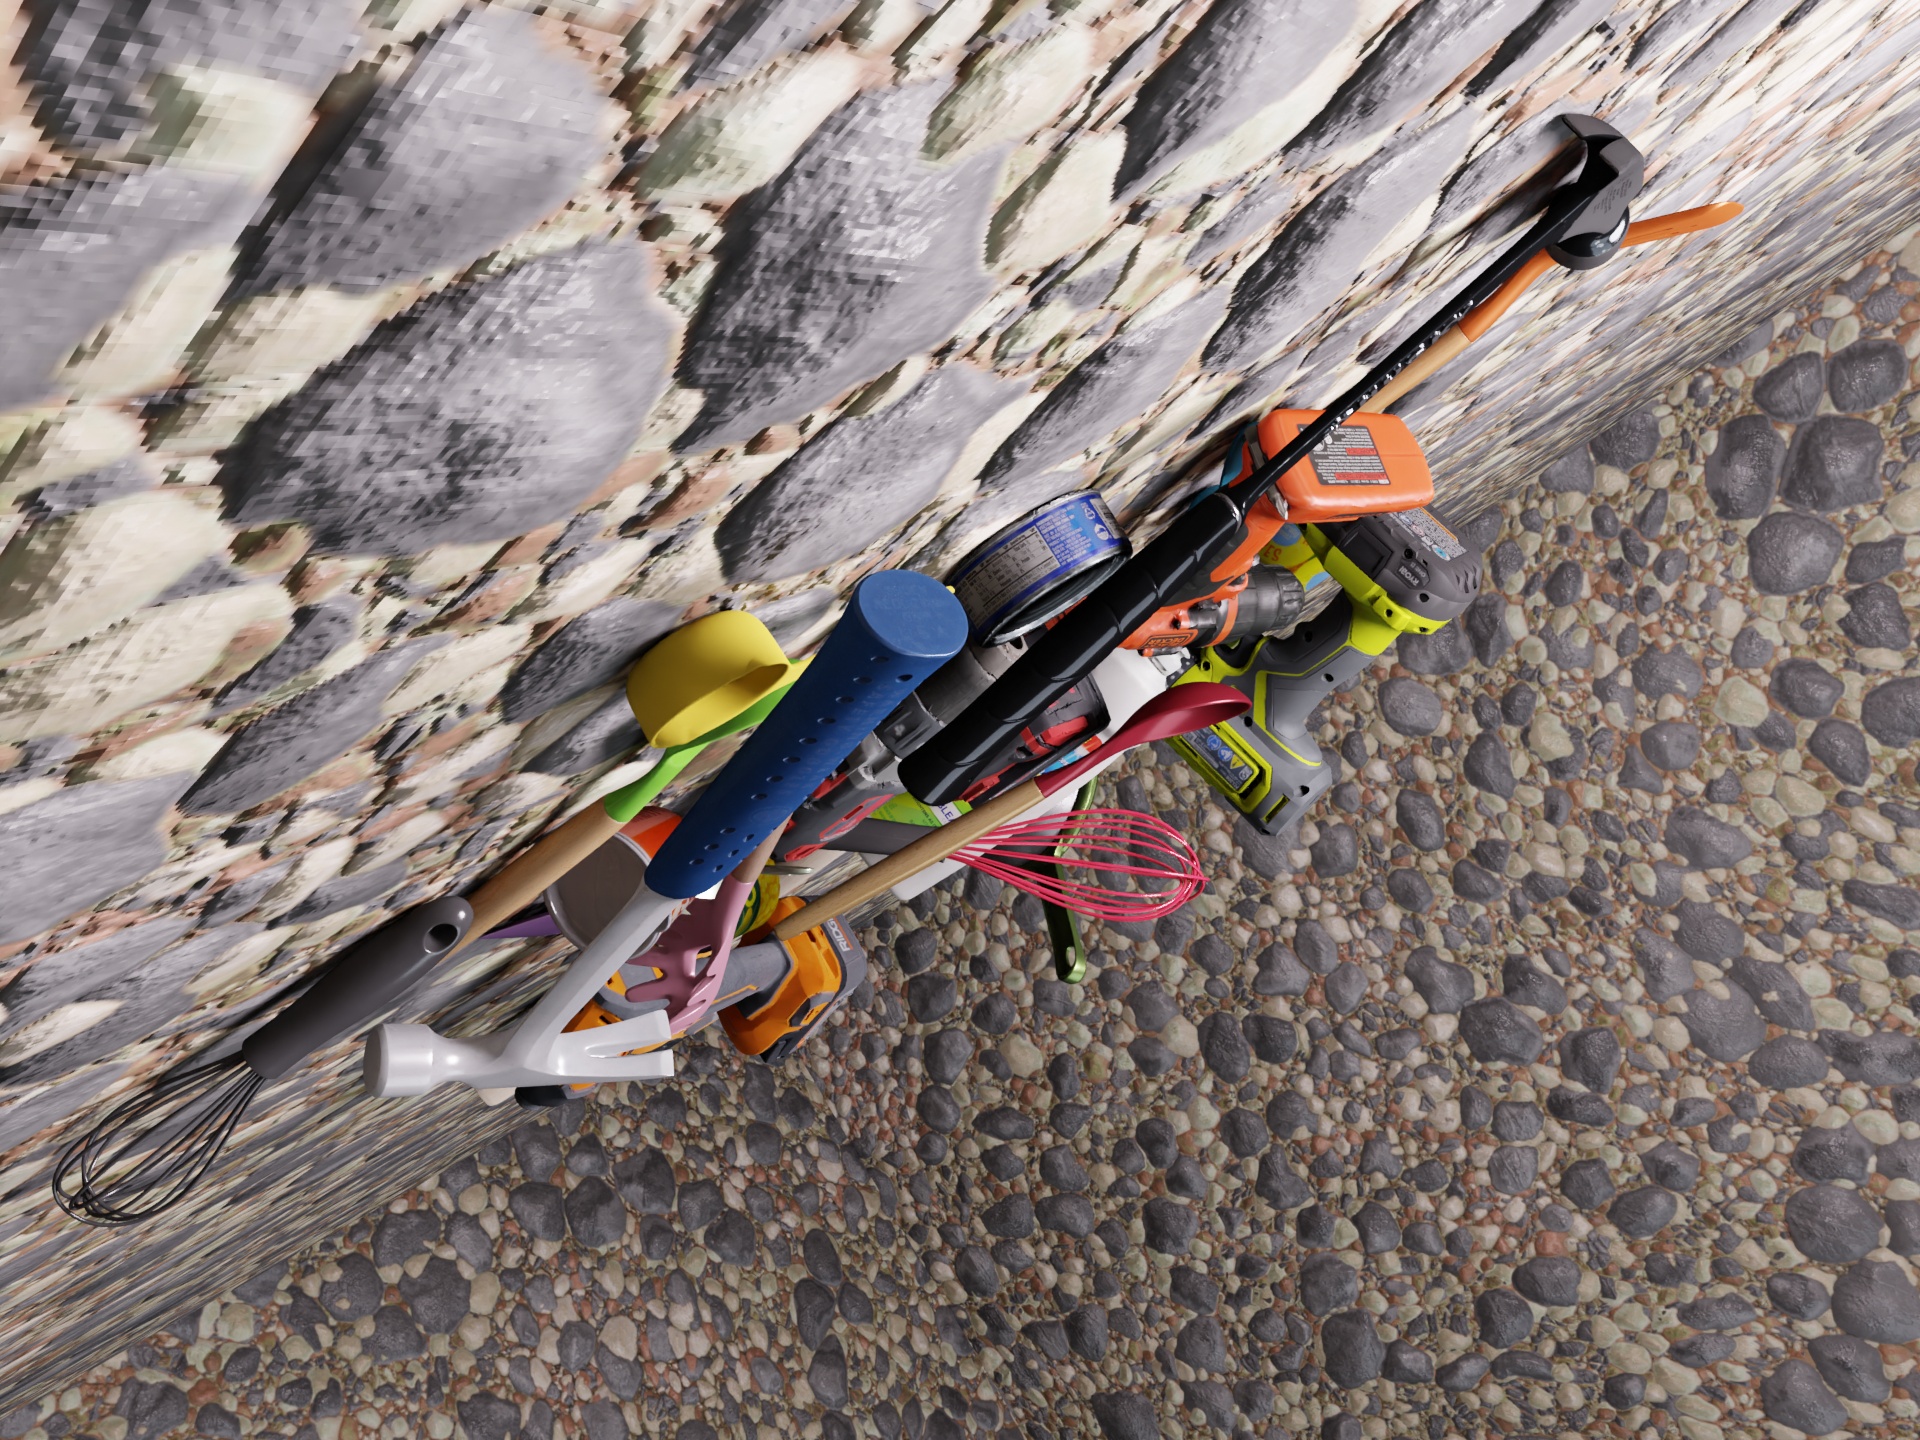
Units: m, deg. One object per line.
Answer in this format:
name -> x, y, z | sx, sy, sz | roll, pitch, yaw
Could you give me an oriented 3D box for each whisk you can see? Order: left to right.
whisk -> -0.313, 0.154, 0.720 | 0.239, 0.055, 0.055 | -37, 173, 6
whisk -> 0.010, 0.081, 1.006 | 0.296, 0.073, 0.073 | 7, 174, 4

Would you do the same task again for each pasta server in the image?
pasta server -> -0.105, 0.059, 0.773 | 0.040, 0.060, 0.316 | -4, 143, -32

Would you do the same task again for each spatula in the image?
spatula -> -0.221, 0.122, 1.009 | 0.060, 0.018, 0.316 | -18, 174, 4
spatula -> 0.253, -0.185, 0.850 | 0.322, 0.041, 0.081 | -35, 174, 30

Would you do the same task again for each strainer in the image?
strainer -> 0.041, 0.082, 1.195 | 0.069, 0.257, 0.151 | 24, 127, -33

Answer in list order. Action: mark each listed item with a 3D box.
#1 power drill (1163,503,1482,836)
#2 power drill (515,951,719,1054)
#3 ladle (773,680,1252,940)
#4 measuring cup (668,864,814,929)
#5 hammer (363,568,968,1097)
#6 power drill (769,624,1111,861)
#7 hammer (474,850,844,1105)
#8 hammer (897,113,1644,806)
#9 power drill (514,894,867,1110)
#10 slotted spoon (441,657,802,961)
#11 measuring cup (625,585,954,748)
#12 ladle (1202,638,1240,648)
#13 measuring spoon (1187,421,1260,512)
power drill -> 0.200, -0.062, 1.020 | 0.080, 0.191, 0.228 | -23, 155, -51
power drill -> -0.300, 0.256, 1.377 | 0.185, 0.084, 0.226 | -32, 169, 5
ladle -> 0.025, 0.054, 0.942 | 0.315, 0.031, 0.069 | -29, 163, 8
measuring cup -> -0.133, 0.098, 0.874 | 0.083, 0.038, 0.167 | 4, 173, -42
hammer -> -0.115, 0.069, 0.644 | 0.144, 0.035, 0.405 | 6, 146, -34
power drill -> -0.001, -0.003, 0.884 | 0.188, 0.080, 0.226 | -36, 169, 29
hammer -> -0.176, 0.143, 1.160 | 0.410, 0.038, 0.146 | -35, 173, -14
hammer -> 0.129, -0.101, 0.693 | 0.409, 0.036, 0.149 | -42, 169, 11
power drill -> -0.191, 0.197, 1.077 | 0.226, 0.084, 0.164 | -4, 143, -48
slotted spoon -> -0.168, 0.050, 0.704 | 0.313, 0.031, 0.070 | -34, 179, 33
measuring cup -> -0.060, -0.034, 0.596 | 0.156, 0.029, 0.062 | -29, 173, -44
ladle -> 0.088, -0.007, 1.180 | 0.320, 0.062, 0.078 | -35, 166, -26
measuring spoon -> 0.144, -0.134, 0.852 | 0.042, 0.021, 0.128 | -17, 163, -5
